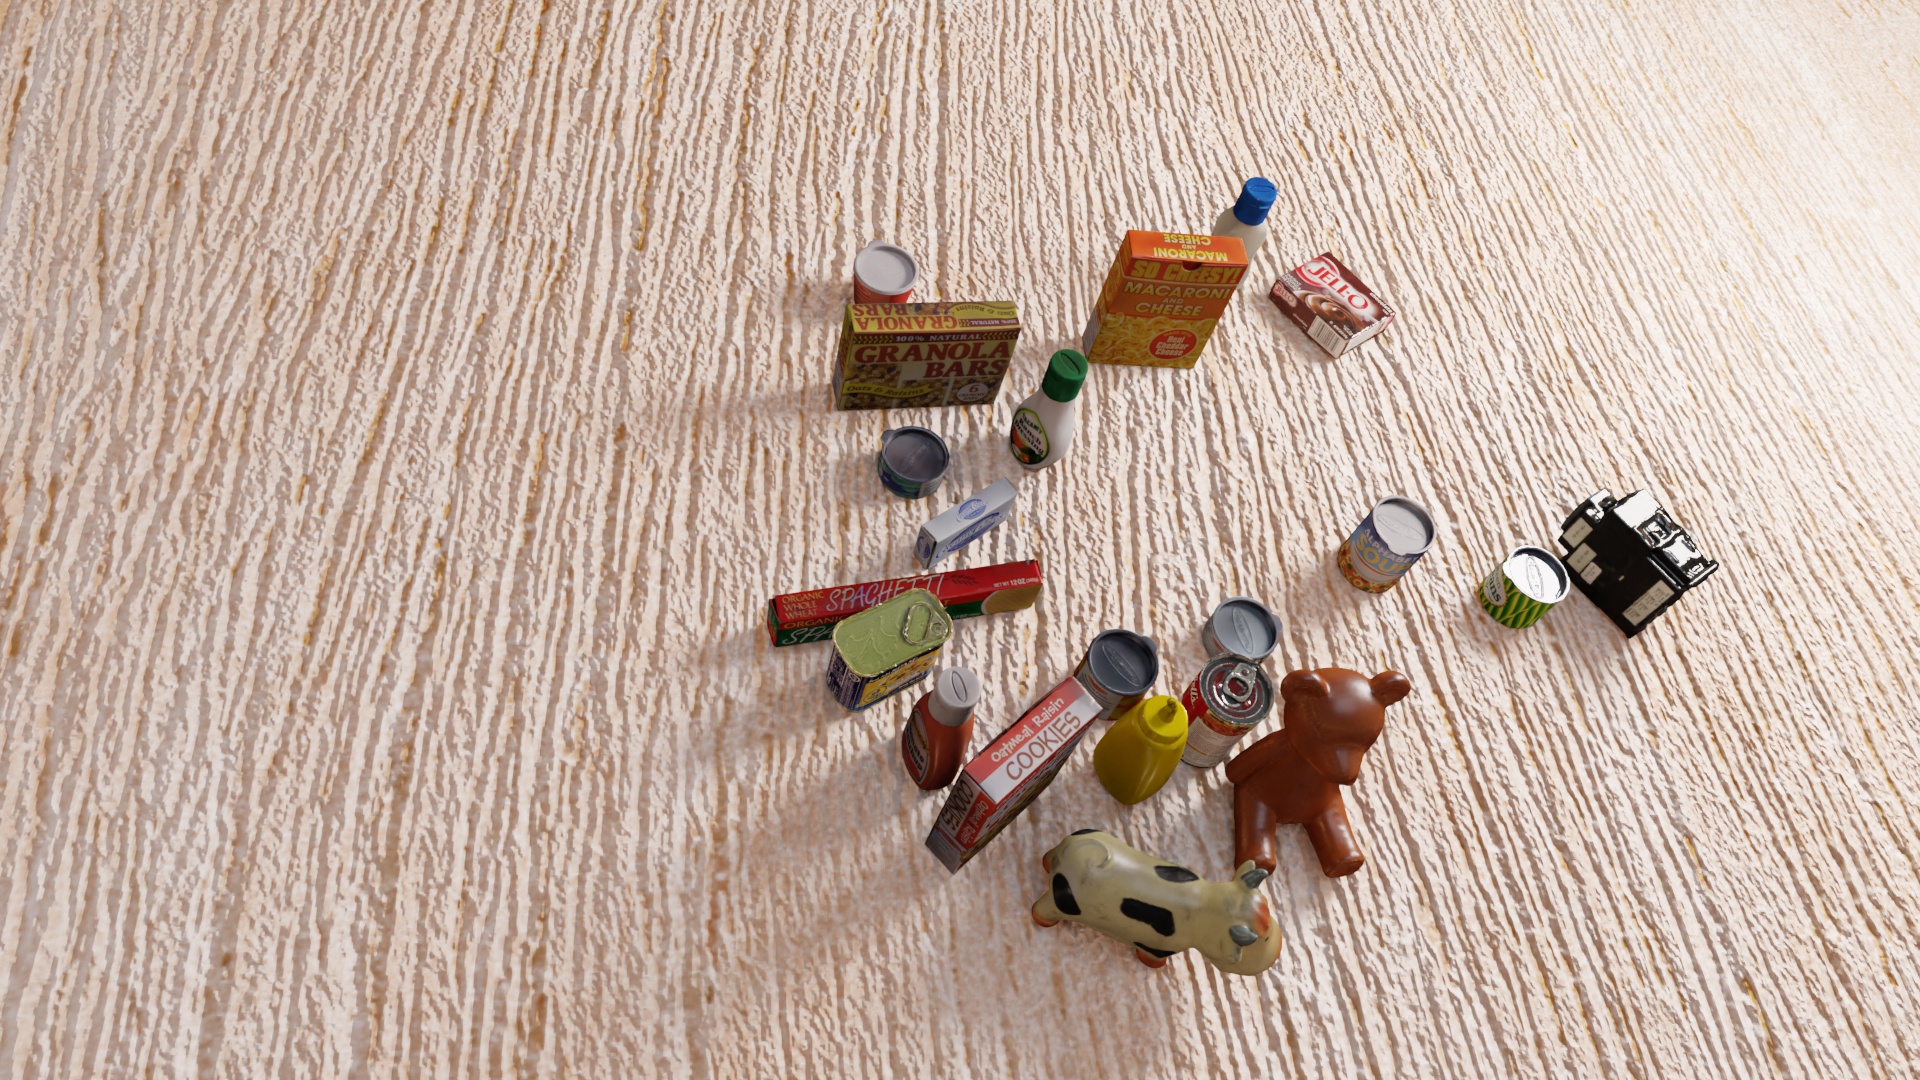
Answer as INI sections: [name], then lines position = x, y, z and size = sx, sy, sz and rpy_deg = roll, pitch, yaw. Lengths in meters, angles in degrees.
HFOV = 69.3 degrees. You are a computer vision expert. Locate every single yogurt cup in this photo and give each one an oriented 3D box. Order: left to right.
[yogurt cup]
position = -0.081, -0.266, 1.441
size = 0.072, 0.053, 0.073
rpy_deg = 6, 58, -9

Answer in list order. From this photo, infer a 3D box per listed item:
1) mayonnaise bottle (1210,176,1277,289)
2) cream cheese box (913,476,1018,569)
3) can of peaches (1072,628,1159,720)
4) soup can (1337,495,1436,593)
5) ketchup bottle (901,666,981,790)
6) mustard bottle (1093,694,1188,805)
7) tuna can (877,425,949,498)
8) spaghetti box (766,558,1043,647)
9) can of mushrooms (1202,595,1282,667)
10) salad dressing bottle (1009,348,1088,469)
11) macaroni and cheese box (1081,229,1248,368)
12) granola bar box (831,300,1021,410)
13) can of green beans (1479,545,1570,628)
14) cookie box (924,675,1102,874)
[mayonnaise bottle]
position = 0.301, -0.331, 1.515
size = 0.065, 0.147, 0.041
rpy_deg = -4, 60, -15
[cream cheese box]
position = 0.005, -0.016, 1.306
size = 0.104, 0.053, 0.024
rpy_deg = -31, 70, -28
[can of peaches]
position = 0.140, 0.120, 1.250
size = 0.071, 0.057, 0.071
rpy_deg = 6, 58, -9
[soup can]
position = 0.418, 0.007, 1.370
size = 0.071, 0.083, 0.071
rpy_deg = 6, 58, -9
[ketchup bottle]
position = -0.015, 0.151, 1.141
size = 0.043, 0.148, 0.065
rpy_deg = -11, 62, -19
[mustard bottle]
position = 0.158, 0.168, 1.163
size = 0.049, 0.159, 0.065
rpy_deg = -28, 69, -26
[tuna can]
position = -0.048, -0.077, 1.344
size = 0.071, 0.032, 0.071
rpy_deg = 6, 58, -9
[spaghetti box]
position = -0.049, 0.056, 1.251
size = 0.251, 0.050, 0.029
rpy_deg = -8, 61, -18
[can of mushrooms]
position = 0.267, 0.089, 1.313
size = 0.071, 0.033, 0.071
rpy_deg = 6, 58, -9
[salad dressing bottle]
position = 0.086, -0.126, 1.337
size = 0.044, 0.147, 0.064
rpy_deg = -28, 69, -26
[macaroni and cheese box]
position = 0.208, -0.244, 1.428
size = 0.124, 0.165, 0.040
rpy_deg = 1, 59, -12
[granola bar box]
position = -0.035, -0.179, 1.356
size = 0.166, 0.123, 0.039
rpy_deg = -4, 60, -16
[can of green beans]
position = 0.565, 0.047, 1.394
size = 0.071, 0.057, 0.071
rpy_deg = 6, 58, -9
[cookie box]
position = 0.039, 0.190, 1.118
size = 0.040, 0.166, 0.123
rpy_deg = 44, 60, 15
